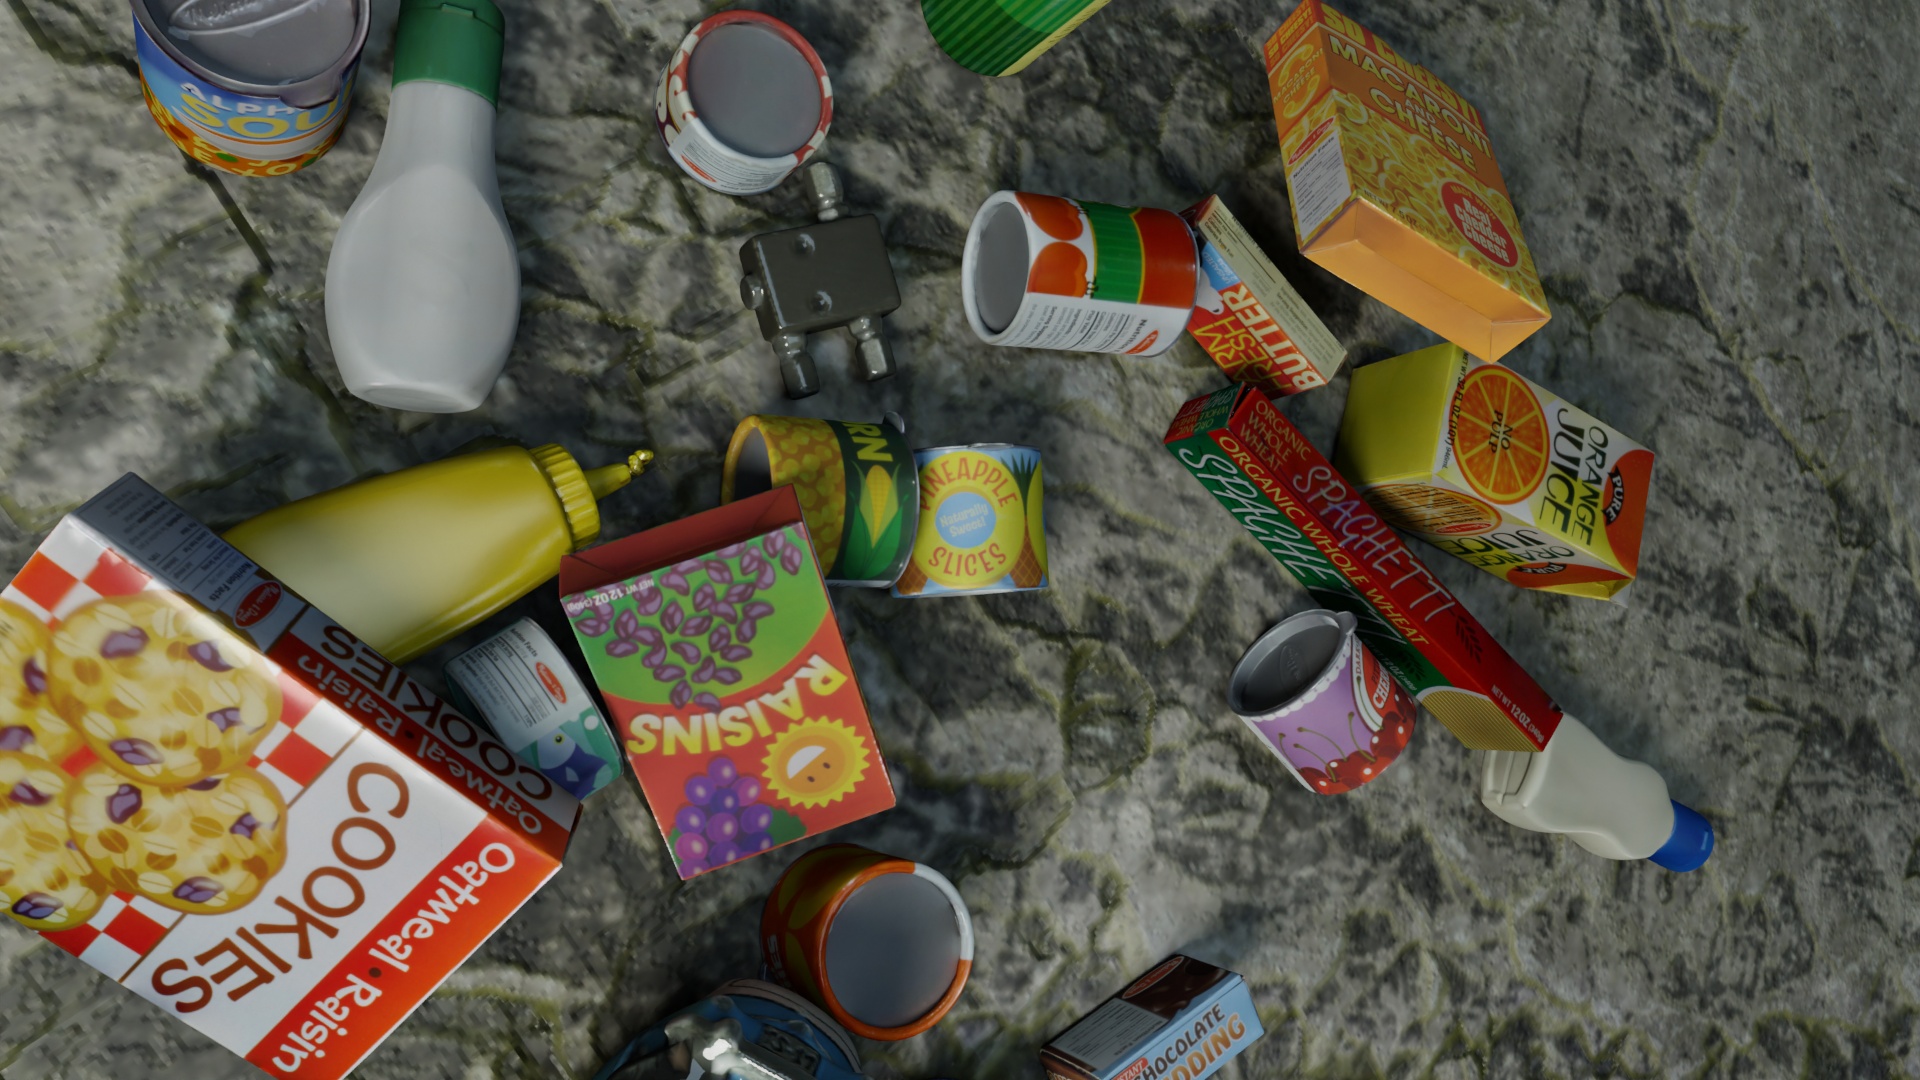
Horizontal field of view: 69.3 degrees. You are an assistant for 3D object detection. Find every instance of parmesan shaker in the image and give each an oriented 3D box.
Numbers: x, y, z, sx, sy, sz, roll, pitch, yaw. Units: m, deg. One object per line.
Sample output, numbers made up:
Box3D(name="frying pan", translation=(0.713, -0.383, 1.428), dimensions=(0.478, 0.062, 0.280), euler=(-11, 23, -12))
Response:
Box3D(name="parmesan shaker", translation=(0.032, -0.246, 0.590), dimensions=(0.071, 0.103, 0.071), euler=(3, 83, -28))

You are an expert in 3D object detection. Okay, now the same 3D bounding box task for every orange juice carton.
Box3D(name="orange juice carton", translation=(0.290, -0.028, 0.720), dimensions=(0.193, 0.073, 0.072), euler=(22, 74, -25))

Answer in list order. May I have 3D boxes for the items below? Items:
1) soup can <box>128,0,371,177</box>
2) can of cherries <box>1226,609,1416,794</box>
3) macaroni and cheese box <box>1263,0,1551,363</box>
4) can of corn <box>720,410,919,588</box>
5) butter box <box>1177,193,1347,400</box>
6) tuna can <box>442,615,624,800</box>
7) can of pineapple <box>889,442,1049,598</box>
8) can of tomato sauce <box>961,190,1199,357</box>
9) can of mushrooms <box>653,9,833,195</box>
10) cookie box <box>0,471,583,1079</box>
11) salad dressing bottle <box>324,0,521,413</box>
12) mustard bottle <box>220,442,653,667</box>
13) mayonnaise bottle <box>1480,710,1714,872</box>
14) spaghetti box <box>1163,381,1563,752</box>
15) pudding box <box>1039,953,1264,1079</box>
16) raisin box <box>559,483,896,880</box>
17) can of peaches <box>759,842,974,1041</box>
Box3D(name="soup can", translation=(-0.230, -0.160, 0.452), dimensions=(0.071, 0.083, 0.071), euler=(3, 84, -27))
Box3D(name="can of cherries", translation=(0.170, 0.074, 0.646), dimensions=(0.058, 0.071, 0.072), euler=(46, 66, -16))
Box3D(name="macaroni and cheese box", translation=(0.213, -0.178, 0.674), dimensions=(0.124, 0.040, 0.167), euler=(23, 47, -23))
Box3D(name="can of corn", translation=(-0.055, -0.017, 0.538), dimensions=(0.058, 0.071, 0.071), euler=(2, 84, -27))
Box3D(name="butter box", translation=(0.131, -0.111, 0.656), dimensions=(0.103, 0.053, 0.024), euler=(45, 64, -17))
Box3D(name="tuna can", translation=(-0.149, 0.064, 0.483), dimensions=(0.033, 0.071, 0.071), euler=(-33, 100, -26))
Box3D(name="can of pineapple", translation=(0.002, -0.007, 0.567), dimensions=(0.071, 0.071, 0.058), euler=(-2, 86, -28))
Box3D(name="can of tomato sauce", translation=(0.051, -0.117, 0.607), dimensions=(0.083, 0.071, 0.071), euler=(0, 85, -27))
Box3D(name="can of mushrooms", translation=(-0.087, -0.178, 0.559), dimensions=(0.071, 0.033, 0.071), euler=(3, 83, -27))
Box3D(name="cookie box", translation=(-0.221, 0.080, 0.422), dimensions=(0.167, 0.040, 0.122), euler=(42, 103, -18))
Box3D(name="salad dressing bottle", translation=(-0.187, -0.121, 0.495), dimensions=(0.064, 0.044, 0.148), euler=(7, 80, -25))
Box3D(name="mustard bottle", translation=(-0.178, 0.002, 0.482), dimensions=(0.161, 0.048, 0.065), euler=(-25, 97, -28))
Box3D(name="mayonnaise bottle", translation=(0.346, 0.140, 0.750), dimensions=(0.148, 0.041, 0.065), euler=(26, 75, -24))
Box3D(name="spaghetti box", translation=(0.199, 0.019, 0.679), dimensions=(0.249, 0.050, 0.029), euler=(42, 67, -17))
Box3D(name="pudding box", translation=(0.083, 0.215, 0.596), dimensions=(0.084, 0.049, 0.030), euler=(-26, 98, -28))
Box3D(name="raisin box", translation=(-0.081, 0.052, 0.497), dimensions=(0.086, 0.040, 0.123), euler=(-19, 116, -7))
Box3D(name="can of peaches", translation=(-0.038, 0.155, 0.534), dimensions=(0.071, 0.058, 0.071), euler=(3, 83, -28))
